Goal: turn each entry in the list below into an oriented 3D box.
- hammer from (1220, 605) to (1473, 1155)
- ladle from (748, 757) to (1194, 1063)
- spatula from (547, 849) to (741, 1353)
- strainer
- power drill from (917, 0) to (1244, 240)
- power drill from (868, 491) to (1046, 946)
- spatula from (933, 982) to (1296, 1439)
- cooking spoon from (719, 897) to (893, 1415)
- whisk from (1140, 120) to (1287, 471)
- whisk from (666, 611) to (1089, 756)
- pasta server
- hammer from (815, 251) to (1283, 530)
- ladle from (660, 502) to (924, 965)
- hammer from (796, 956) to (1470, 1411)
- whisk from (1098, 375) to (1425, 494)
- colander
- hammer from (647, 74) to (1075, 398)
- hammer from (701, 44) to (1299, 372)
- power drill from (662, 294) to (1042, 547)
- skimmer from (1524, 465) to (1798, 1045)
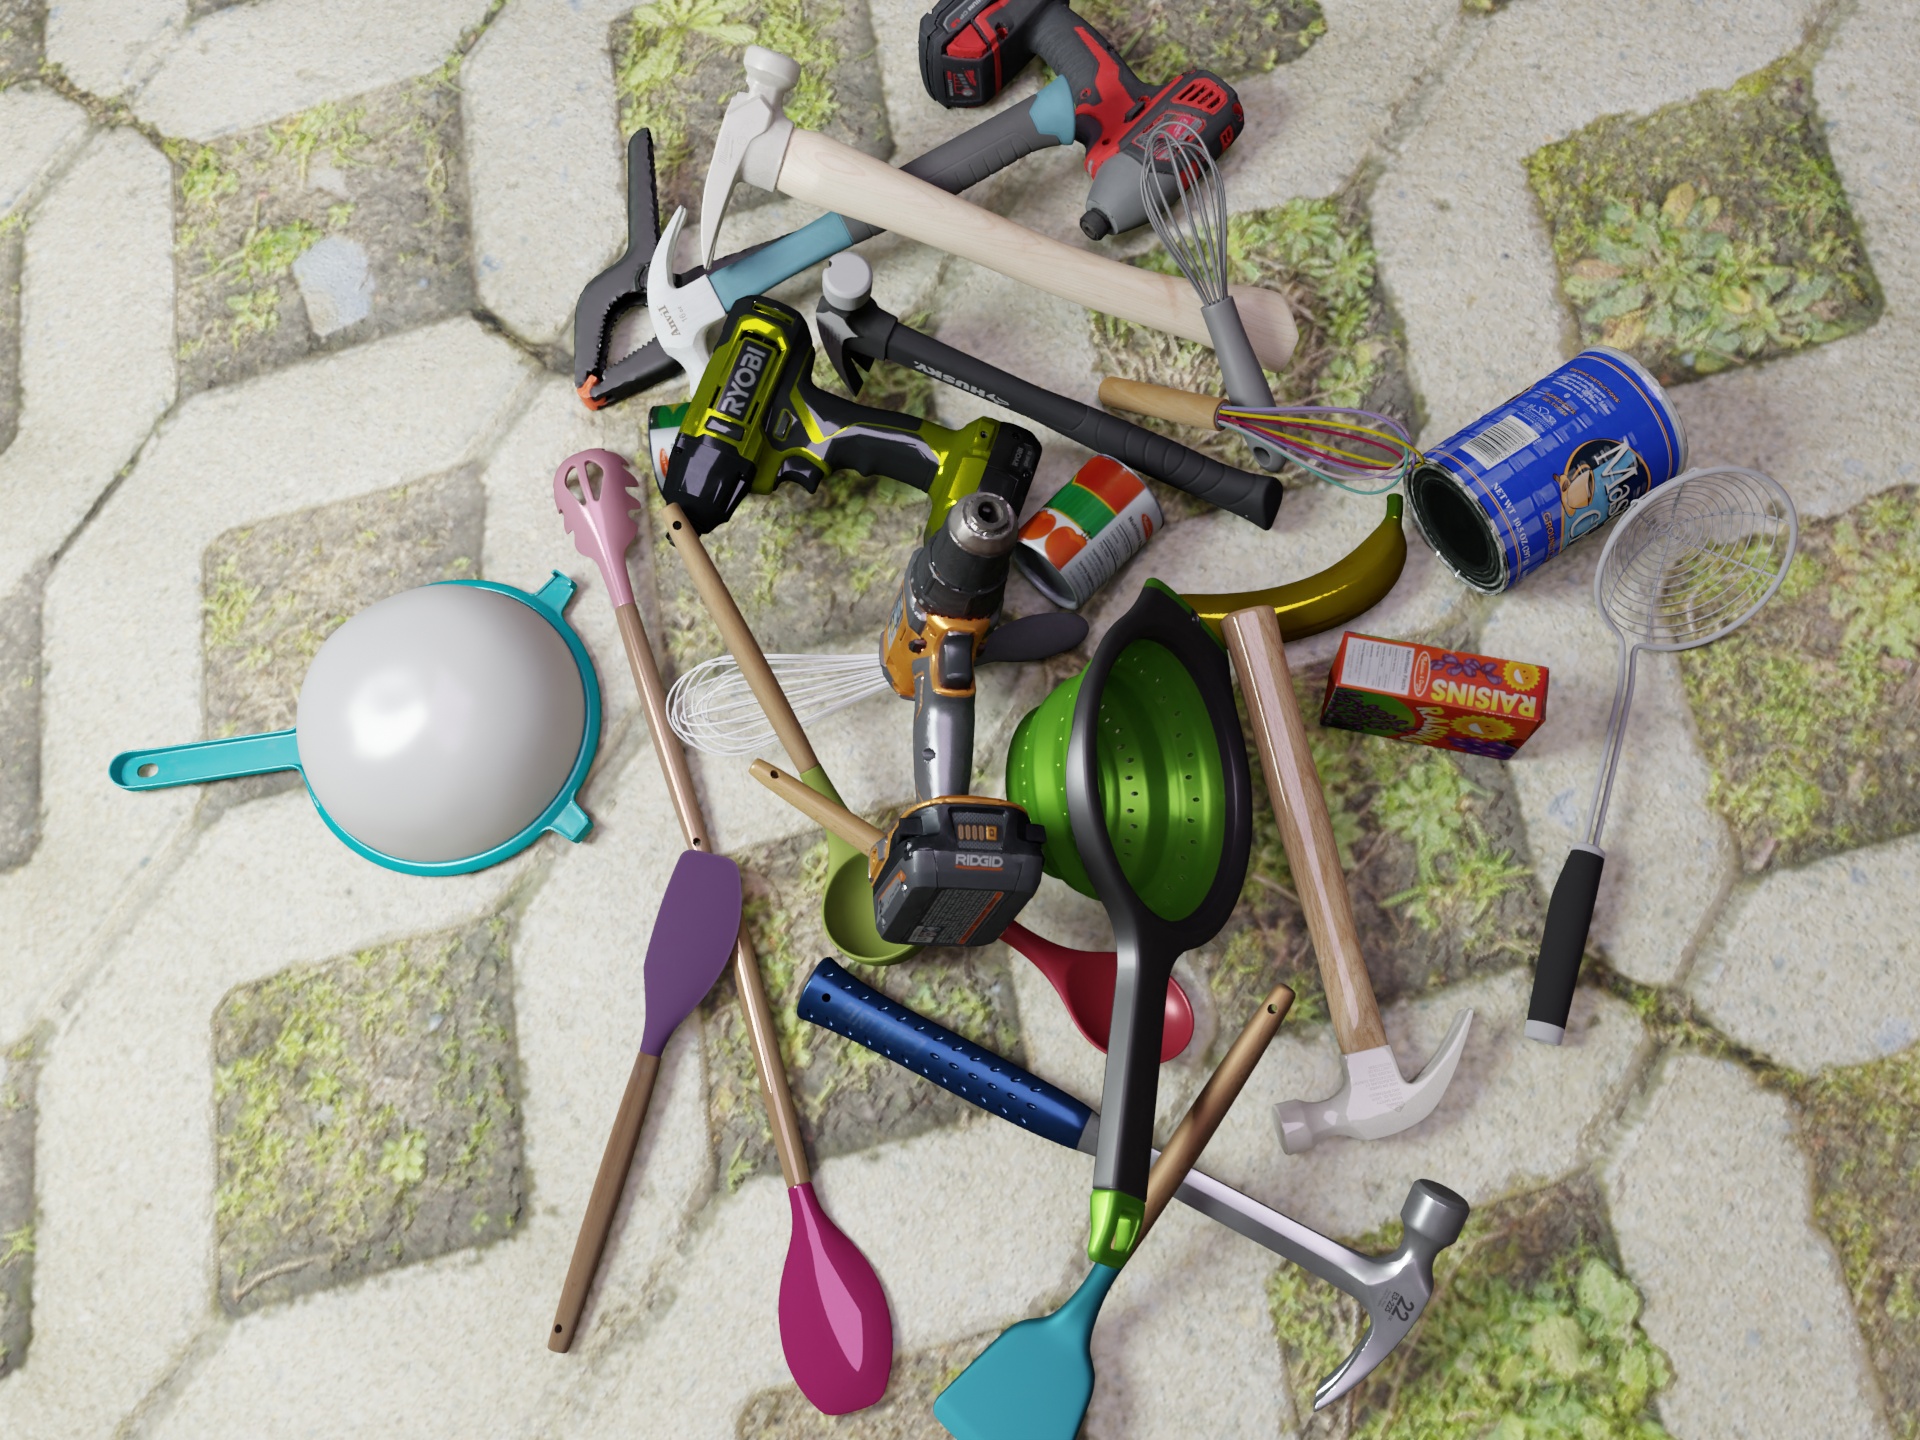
[{"bbox_3d":[0.221,0.089,0.981,0.130,0.031,0.331,-13,80,-1],"label":"hammer"},{"bbox_3d":[0.005,0.113,0.971,0.315,0.031,0.069,34,59,-5],"label":"ladle"},{"bbox_3d":[-0.201,0.236,0.999,0.060,0.018,0.316,12,78,21],"label":"spatula"},{"bbox_3d":[-0.416,0.001,1.053,0.340,0.095,0.211,-8,73,2],"label":"strainer"},{"bbox_3d":[0.080,-0.447,1.147,0.220,0.078,0.143,41,82,12],"label":"power drill"},{"bbox_3d":[-0.001,-0.003,0.908,0.084,0.185,0.226,4,64,-13],"label":"power drill"},{"bbox_3d":[0.101,0.285,0.903,0.082,0.044,0.317,33,95,20],"label":"spatula"},{"bbox_3d":[-0.107,0.263,0.987,0.069,0.017,0.319,-18,73,3],"label":"cooking spoon"},{"bbox_3d":[0.173,-0.276,1.050,0.055,0.055,0.238,-24,106,-1],"label":"whisk"},{"bbox_3d":[-0.054,-0.033,1.050,0.284,0.070,0.070,-13,73,-3],"label":"whisk"},{"bbox_3d":[-0.219,-0.050,1.087,0.060,0.040,0.316,-20,77,0],"label":"pasta server"},{"bbox_3d":[0.061,-0.206,1.067,0.335,0.146,0.035,24,78,0],"label":"hammer"},{"bbox_3d":[-0.107,0.008,0.992,0.078,0.062,0.320,-28,94,-3],"label":"ladle"},{"bbox_3d":[0.081,0.256,0.951,0.405,0.035,0.144,25,94,15],"label":"hammer"},{"bbox_3d":[0.190,-0.192,1.037,0.245,0.047,0.051,22,114,39],"label":"whisk"},{"bbox_3d":[0.080,0.112,0.936,0.094,0.204,0.397,-9,59,35],"label":"colander"},{"bbox_3d":[-0.067,-0.348,1.101,0.331,0.033,0.128,-27,101,4],"label":"hammer"},{"bbox_3d":[0.030,-0.311,1.078,0.410,0.038,0.146,19,103,-6],"label":"hammer"},{"bbox_3d":[-0.074,-0.159,1.043,0.223,0.080,0.171,22,77,-6],"label":"power drill"},{"bbox_3d":[0.417,0.022,0.967,0.127,0.090,0.363,23,78,-21],"label":"skimmer"}]
